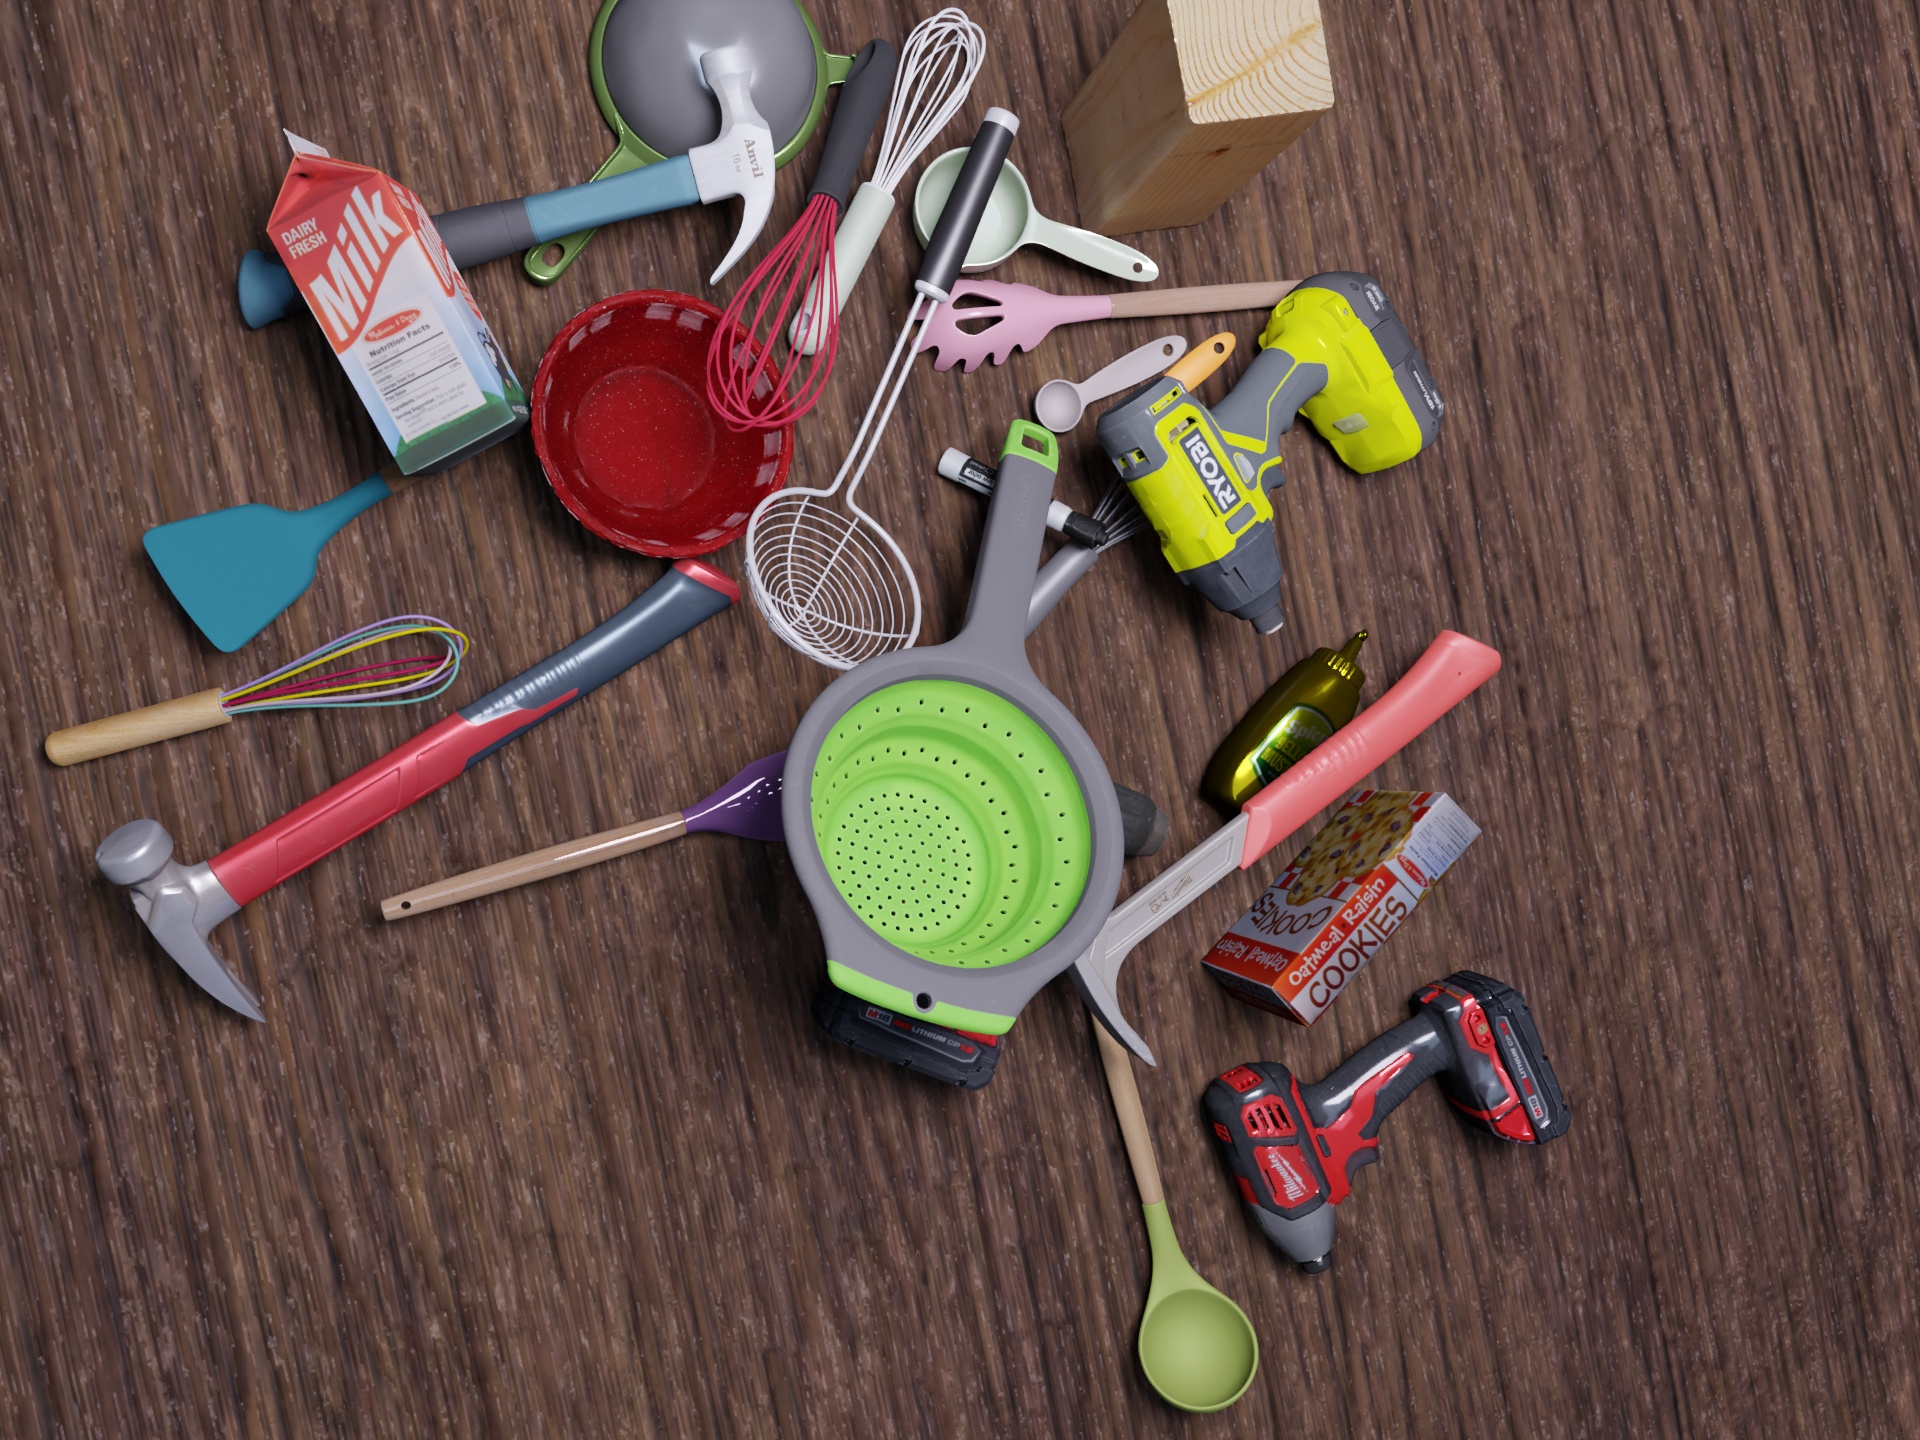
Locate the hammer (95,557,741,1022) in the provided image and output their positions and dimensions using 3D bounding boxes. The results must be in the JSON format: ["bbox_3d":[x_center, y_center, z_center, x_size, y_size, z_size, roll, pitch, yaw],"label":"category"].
[{"bbox_3d":[-0.295,0.025,0.956,0.386,0.038,0.143,-34,129,-17],"label":"hammer"}]

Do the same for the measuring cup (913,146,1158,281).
[{"bbox_3d":[0.048,-0.317,1.045,0.167,0.038,0.083,17,88,-11],"label":"measuring cup"}]

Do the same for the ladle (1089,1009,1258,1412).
[{"bbox_3d":[0.123,0.292,1.043,0.078,0.062,0.320,-15,89,-10],"label":"ladle"}]

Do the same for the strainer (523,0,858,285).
[{"bbox_3d":[-0.185,-0.376,0.982,0.151,0.069,0.256,38,80,-9],"label":"strainer"}]

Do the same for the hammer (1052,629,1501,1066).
[{"bbox_3d":[0.214,0.062,1.026,0.359,0.037,0.149,-35,110,-15],"label":"hammer"}]

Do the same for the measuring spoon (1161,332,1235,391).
[{"bbox_3d":[0.144,-0.226,1.078,0.117,0.011,0.021,-41,97,-10],"label":"measuring spoon"}]

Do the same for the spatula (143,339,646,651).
[{"bbox_3d":[-0.325,-0.157,0.962,0.317,0.044,0.082,-34,99,-12],"label":"spatula"}]

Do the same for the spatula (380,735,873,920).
[{"bbox_3d":[-0.196,0.073,0.986,0.316,0.018,0.060,-16,94,-18],"label":"spatula"}]

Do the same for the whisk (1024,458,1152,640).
[{"bbox_3d":[0.084,-0.111,1.048,0.239,0.055,0.055,-45,98,-5],"label":"whisk"}]

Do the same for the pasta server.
[{"bbox_3d":[0.121,-0.278,1.069,0.316,0.040,0.060,-9,91,-16],"label":"pasta server"}]

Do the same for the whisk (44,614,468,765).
[{"bbox_3d":[-0.414,-0.012,0.945,0.245,0.047,0.051,-16,94,-7],"label":"whisk"}]

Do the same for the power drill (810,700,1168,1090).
[{"bbox_3d":[0.019,0.115,1.015,0.188,0.080,0.227,22,81,-10],"label":"power drill"}]

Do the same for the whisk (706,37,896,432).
[{"bbox_3d":[-0.087,-0.300,0.970,0.073,0.073,0.296,20,70,-11],"label":"whisk"}]

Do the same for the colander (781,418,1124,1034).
[{"bbox_3d":[-0.002,-0.003,0.952,0.204,0.094,0.397,20,61,-15],"label":"colander"}]

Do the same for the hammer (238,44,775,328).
[{"bbox_3d":[-0.270,-0.298,0.953,0.331,0.033,0.128,-15,104,-1],"label":"hammer"}]

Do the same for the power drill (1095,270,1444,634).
[{"bbox_3d":[0.206,-0.175,1.022,0.223,0.080,0.171,-41,104,-27],"label":"power drill"}]

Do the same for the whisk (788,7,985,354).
[{"bbox_3d":[-0.050,-0.346,1.026,0.058,0.059,0.246,25,87,26],"label":"whisk"}]

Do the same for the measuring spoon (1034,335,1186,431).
[{"bbox_3d":[0.100,-0.230,1.070,0.124,0.018,0.034,-29,106,-18],"label":"measuring spoon"}]

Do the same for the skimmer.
[{"bbox_3d":[-0.027,-0.207,0.974,0.127,0.090,0.363,23,90,-30],"label":"skimmer"}]

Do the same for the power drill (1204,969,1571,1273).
[{"bbox_3d":[0.285,0.269,1.068,0.219,0.078,0.143,-23,94,-9],"label":"power drill"}]
